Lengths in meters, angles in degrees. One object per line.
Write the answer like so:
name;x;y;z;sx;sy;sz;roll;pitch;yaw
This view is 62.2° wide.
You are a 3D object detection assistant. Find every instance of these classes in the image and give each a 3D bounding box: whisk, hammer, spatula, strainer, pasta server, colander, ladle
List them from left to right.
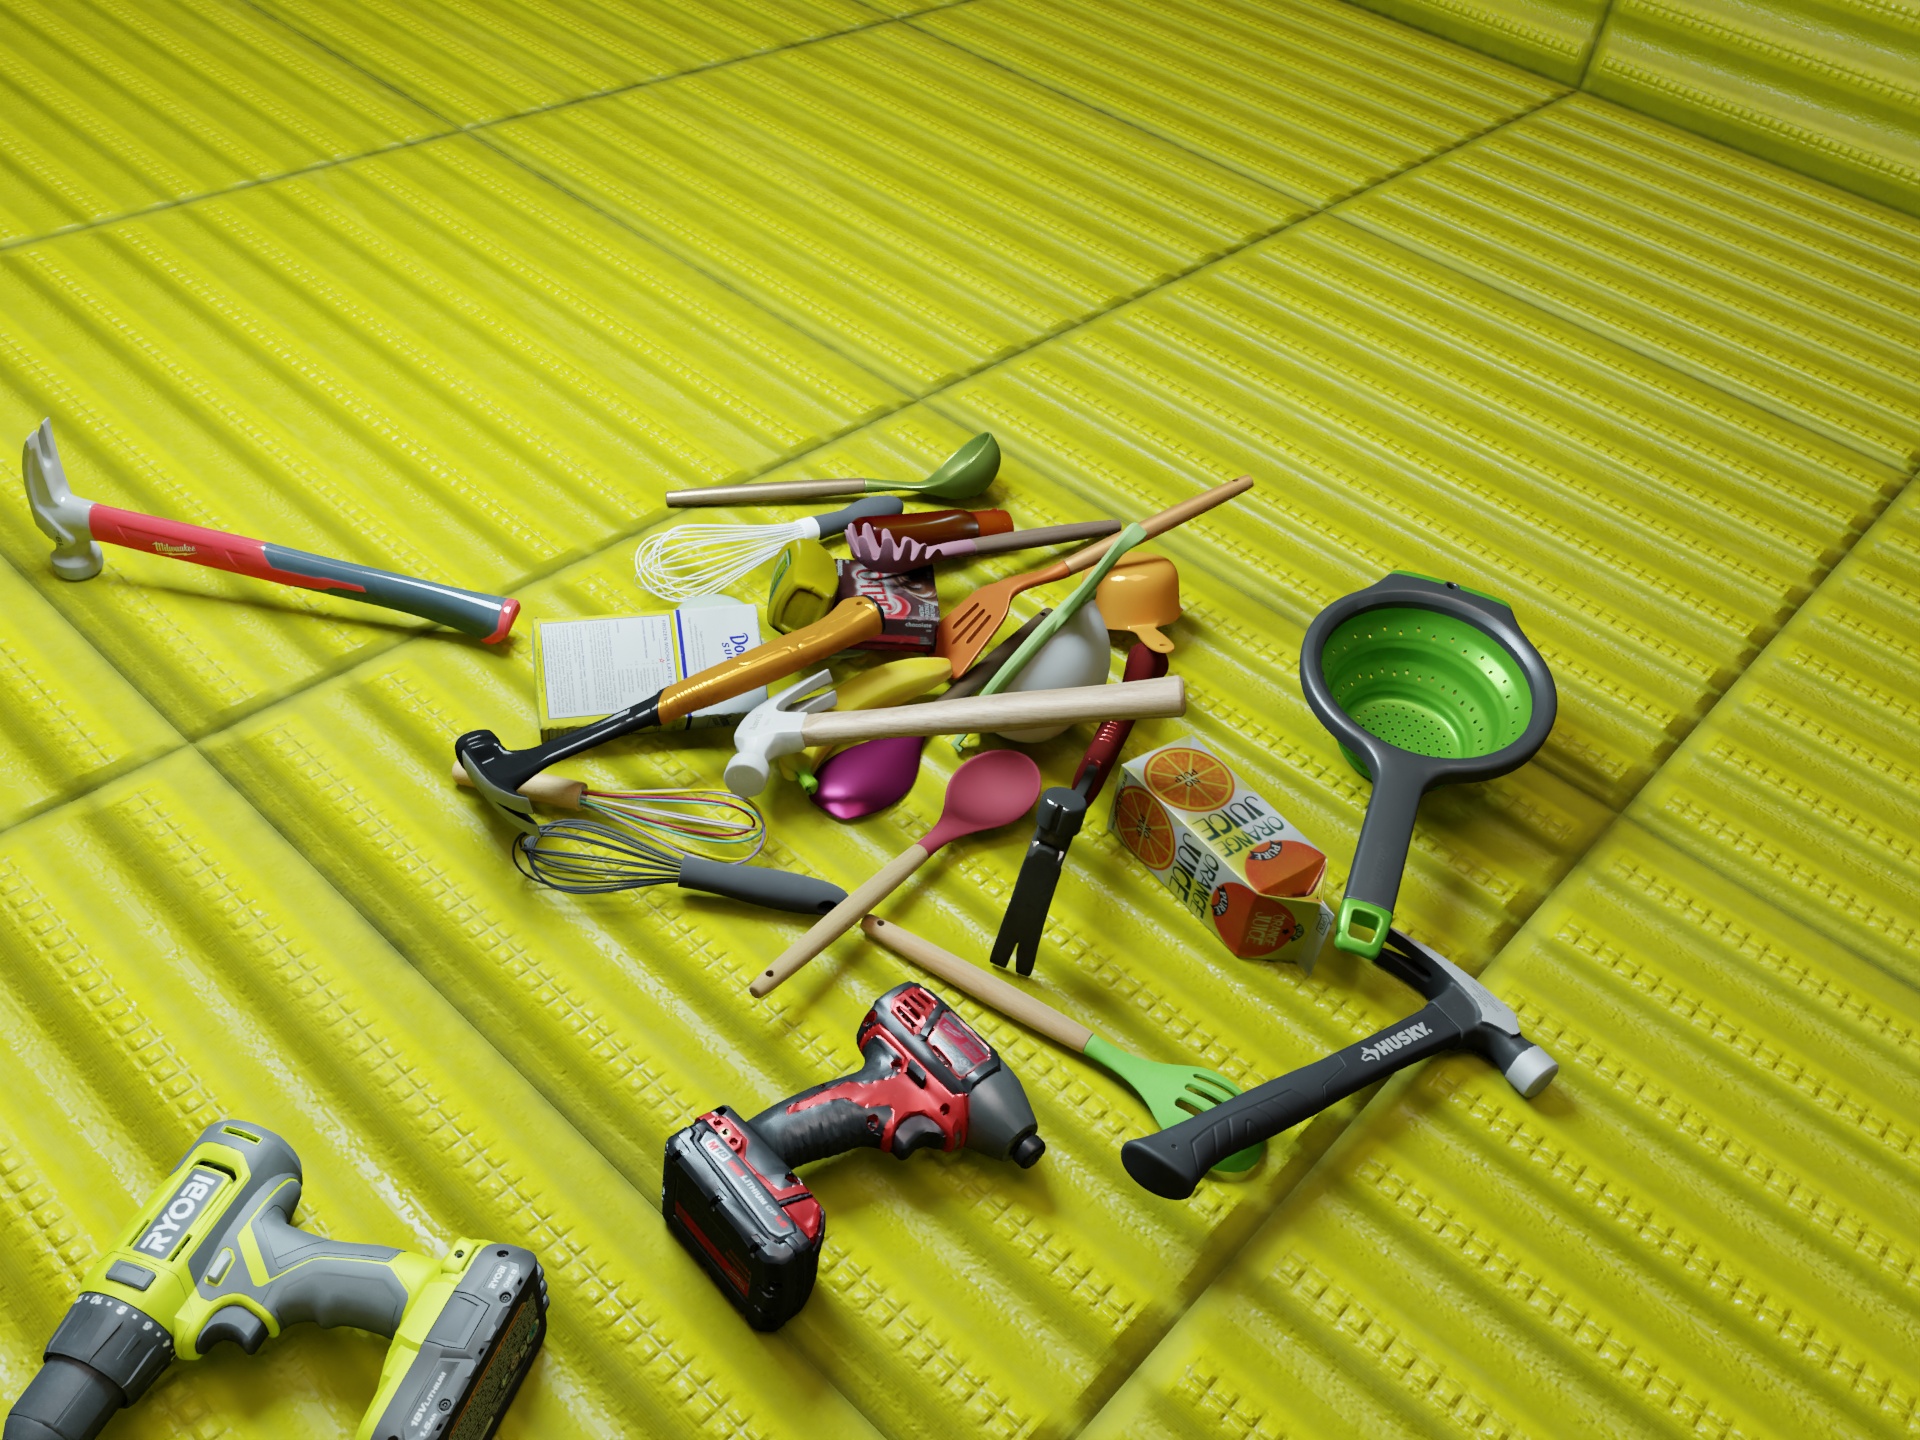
hammer;-0.547;-0.136;1.273;0.386;0.143;0.038;13;45;-2
whisk;-0.257;0.057;1.170;0.245;0.047;0.051;12;43;8
whisk;-0.196;0.110;1.124;0.239;0.055;0.055;11;42;-5
hammer;-0.198;-0.017;1.184;0.337;0.034;0.127;-26;35;-26
whisk;-0.165;-0.162;1.421;0.284;0.070;0.070;-20;49;-35
ladle;-0.118;-0.233;1.503;0.320;0.062;0.078;-5;15;-11
ladle;-0.043;0.108;1.146;0.069;0.031;0.315;27;41;25
hammer;-0.002;-0.004;1.165;0.331;0.031;0.130;-6;30;9
pasta server;0.030;-0.166;1.430;0.316;0.040;0.060;-13;26;-38
strainer;0.095;-0.057;1.222;0.069;0.256;0.151;43;53;4
spatula;0.114;-0.133;1.364;0.322;0.041;0.081;-26;35;-11
hammer;0.103;0.040;1.221;0.037;0.149;0.359;21;32;9
hammer;0.236;0.231;1.038;0.334;0.035;0.146;-13;46;-35
colander;0.343;0.047;1.254;0.204;0.094;0.397;18;50;11

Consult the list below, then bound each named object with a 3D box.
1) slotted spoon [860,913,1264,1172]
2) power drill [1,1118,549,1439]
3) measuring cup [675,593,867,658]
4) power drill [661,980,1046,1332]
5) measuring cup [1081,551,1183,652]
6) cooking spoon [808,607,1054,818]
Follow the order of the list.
slotted spoon;0.063;0.207;1.073;0.314;0.031;0.070;26;42;20
power drill;-0.354;0.325;0.834;0.228;0.080;0.191;15;42;10
measuring cup;-0.161;-0.073;1.330;0.167;0.038;0.083;1;43;-7
power drill;-0.059;0.258;0.962;0.219;0.078;0.143;-27;53;-37
measuring cup;0.155;-0.103;1.362;0.095;0.052;0.174;-6;19;-6
cooking spoon;-0.012;-0.014;1.308;0.069;0.017;0.319;29;46;22
